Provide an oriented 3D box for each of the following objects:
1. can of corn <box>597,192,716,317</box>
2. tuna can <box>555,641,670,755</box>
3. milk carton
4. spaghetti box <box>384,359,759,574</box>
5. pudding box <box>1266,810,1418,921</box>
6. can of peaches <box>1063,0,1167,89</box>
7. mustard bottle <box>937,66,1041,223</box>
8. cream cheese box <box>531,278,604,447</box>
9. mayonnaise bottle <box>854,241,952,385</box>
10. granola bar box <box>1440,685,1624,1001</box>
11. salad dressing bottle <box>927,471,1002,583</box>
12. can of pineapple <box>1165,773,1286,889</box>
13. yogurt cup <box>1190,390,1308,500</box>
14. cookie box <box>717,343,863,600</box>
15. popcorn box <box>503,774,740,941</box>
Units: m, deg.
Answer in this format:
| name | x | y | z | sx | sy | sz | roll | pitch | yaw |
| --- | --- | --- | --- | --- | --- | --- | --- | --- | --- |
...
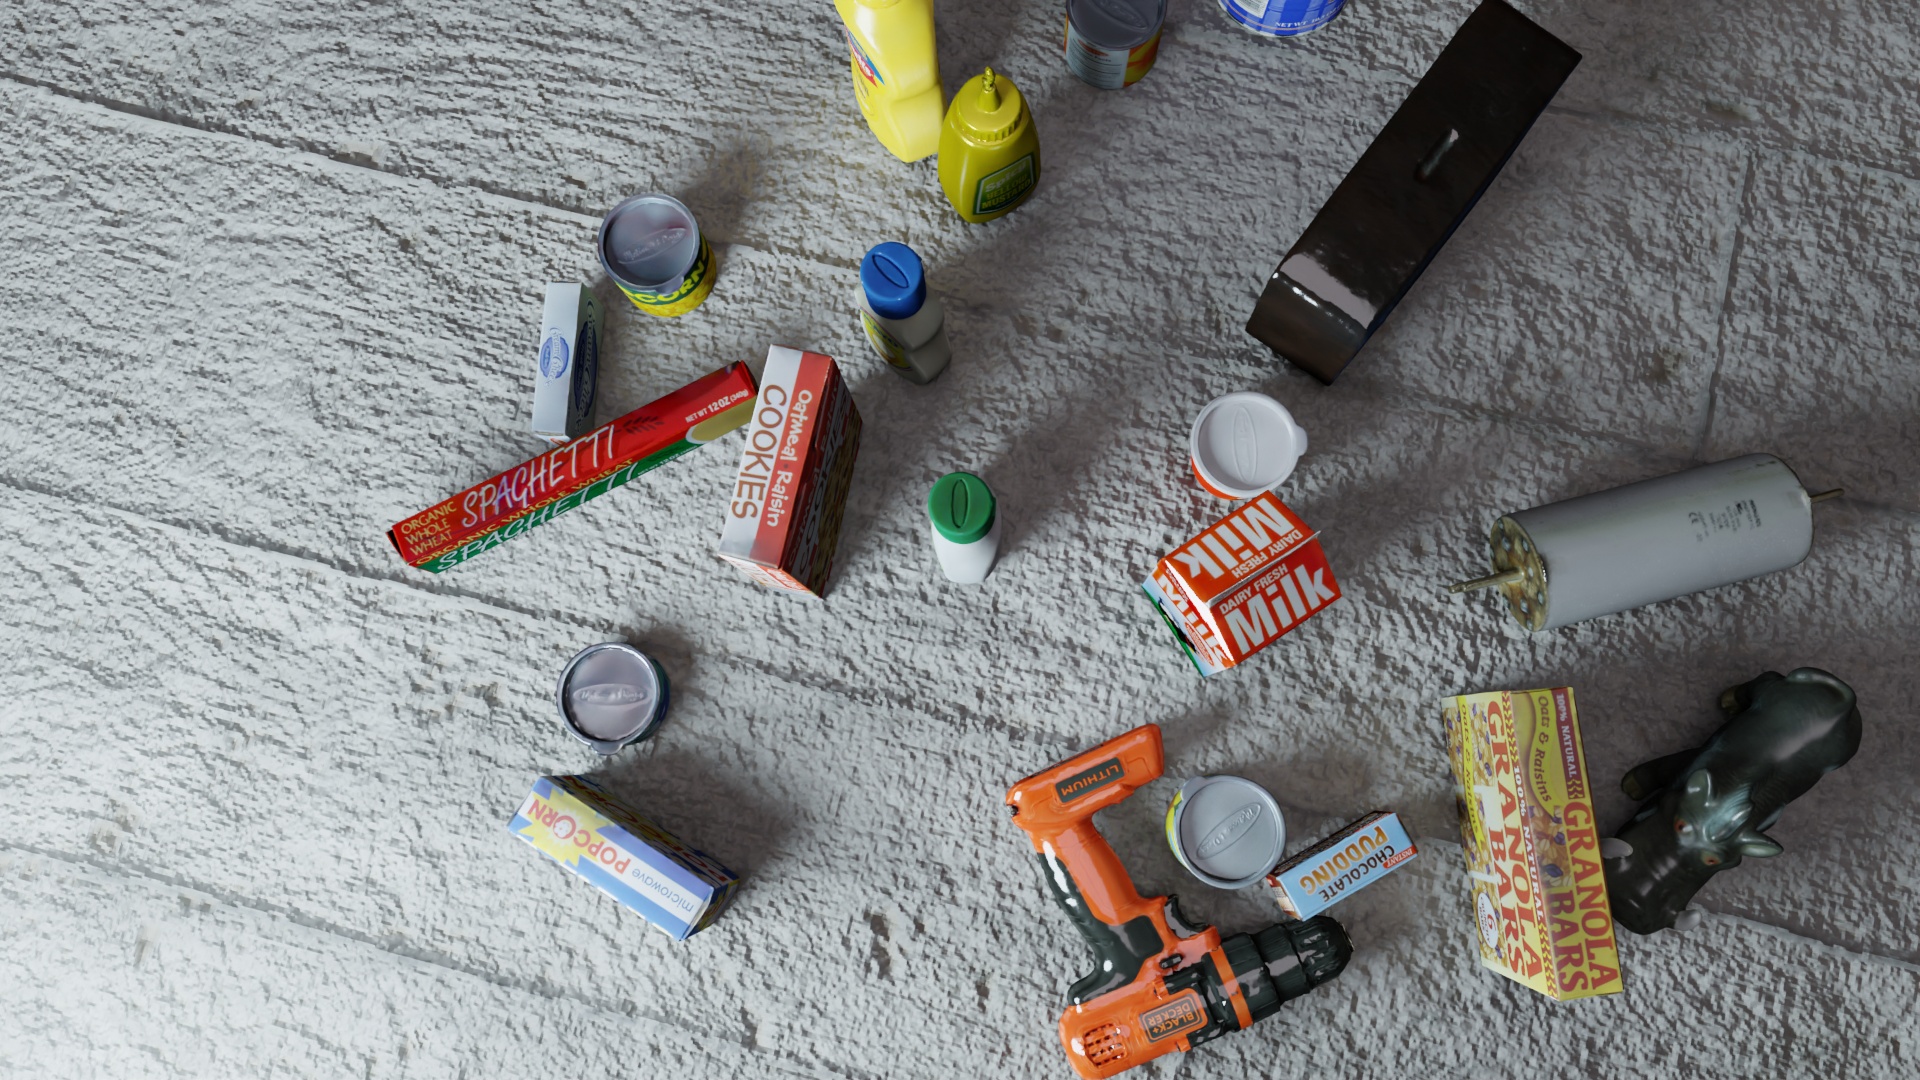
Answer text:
| name | x | y | z | sx | sy | sz | roll | pitch | yaw |
| --- | --- | --- | --- | --- | --- | --- | --- | --- | --- |
| can of corn | -0.198 | -0.185 | 0.916 | 0.071 | 0.058 | 0.071 | 0 | 81 | 2 |
| tuna can | -0.220 | 0.101 | 0.884 | 0.071 | 0.033 | 0.071 | 0 | 81 | 2 |
| milk carton | 0.160 | 0.027 | 0.803 | 0.072 | 0.190 | 0.073 | -33 | 82 | -3 |
| spaghetti box | -0.244 | -0.046 | 0.900 | 0.250 | 0.050 | 0.029 | -26 | 81 | -2 |
| pudding box | 0.231 | 0.197 | 0.845 | 0.084 | 0.049 | 0.030 | -28 | 81 | -3 |
| can of peaches | 0.104 | -0.348 | 0.933 | 0.071 | 0.058 | 0.071 | 0 | 81 | 2 |
| mustard bottle | 0.017 | -0.250 | 0.868 | 0.065 | 0.160 | 0.049 | -30 | 82 | -2 |
| cream cheese box | -0.256 | -0.113 | 0.909 | 0.024 | 0.053 | 0.104 | 3 | 81 | 2 |
| mayonnaise bottle | -0.037 | -0.142 | 0.859 | 0.065 | 0.148 | 0.041 | 44 | 85 | 7 |
| granola bar box | 0.329 | 0.170 | 0.808 | 0.039 | 0.124 | 0.165 | -6 | 81 | 1 |
| salad dressing bottle | 0.003 | -0.010 | 0.836 | 0.044 | 0.147 | 0.064 | 2 | 81 | 2 |
| can of pineapple | 0.160 | 0.174 | 0.847 | 0.071 | 0.058 | 0.071 | 0 | 81 | 2 |
| yogurt cup | 0.178 | -0.057 | 0.885 | 0.072 | 0.054 | 0.072 | 0 | 81 | 2 |
| cookie box | -0.096 | -0.034 | 0.833 | 0.040 | 0.167 | 0.123 | 12 | 82 | 4 |
| popcorn box | -0.201 | 0.190 | 0.842 | 0.127 | 0.085 | 0.038 | 31 | 84 | 6 |
